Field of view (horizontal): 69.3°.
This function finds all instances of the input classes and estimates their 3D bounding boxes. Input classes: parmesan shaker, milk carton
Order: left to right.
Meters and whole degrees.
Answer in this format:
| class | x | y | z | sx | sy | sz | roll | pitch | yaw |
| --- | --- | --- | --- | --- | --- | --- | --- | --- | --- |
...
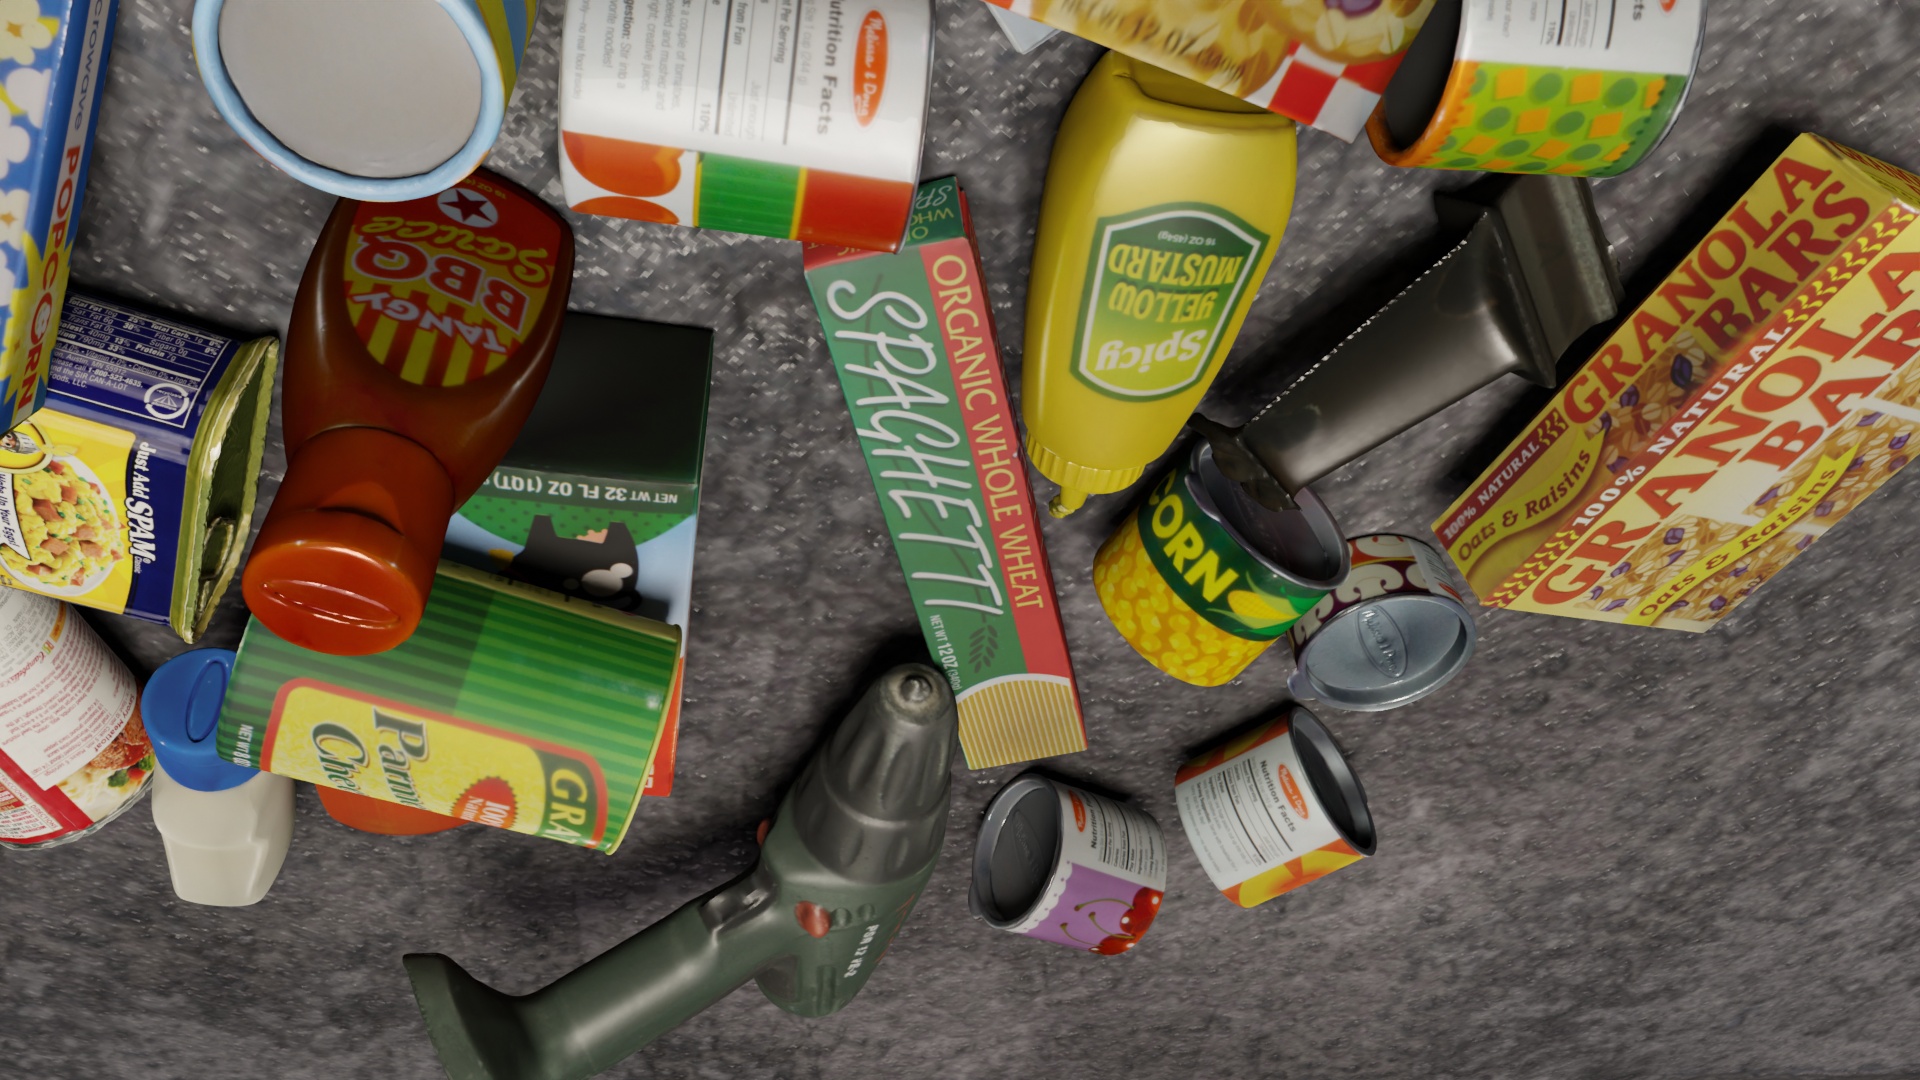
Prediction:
| class | x | y | z | sx | sy | sz | roll | pitch | yaw |
| --- | --- | --- | --- | --- | --- | --- | --- | --- | --- |
| parmesan shaker | -0.137 | 0.042 | 0.378 | 0.103 | 0.072 | 0.071 | 18 | 130 | -17 |
| milk carton | -0.126 | 0.023 | 0.460 | 0.072 | 0.074 | 0.189 | 5 | 134 | -10 |

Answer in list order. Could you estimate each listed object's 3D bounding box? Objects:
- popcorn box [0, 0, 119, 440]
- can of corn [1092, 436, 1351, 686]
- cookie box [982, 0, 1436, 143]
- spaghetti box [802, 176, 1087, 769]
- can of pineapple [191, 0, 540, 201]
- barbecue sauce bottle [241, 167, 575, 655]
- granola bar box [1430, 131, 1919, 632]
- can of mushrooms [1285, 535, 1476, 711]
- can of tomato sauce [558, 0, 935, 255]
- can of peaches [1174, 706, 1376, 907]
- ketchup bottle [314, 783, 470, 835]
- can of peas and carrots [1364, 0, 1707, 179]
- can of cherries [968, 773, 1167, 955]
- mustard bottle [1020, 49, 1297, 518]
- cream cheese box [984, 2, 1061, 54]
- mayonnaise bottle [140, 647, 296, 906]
| class | x | y | z | sx | sy | sz | roll | pitch | yaw |
| --- | --- | --- | --- | --- | --- | --- | --- | --- | --- |
| popcorn box | -0.255 | -0.095 | 0.322 | 0.085 | 0.038 | 0.126 | 15 | 104 | -20 |
| can of corn | 0.085 | 0.007 | 0.470 | 0.071 | 0.071 | 0.058 | 22 | 129 | -24 |
| cookie box | 0.068 | -0.181 | 0.281 | 0.123 | 0.040 | 0.166 | 12 | 123 | -24 |
| spaghetti box | 0.002 | -0.006 | 0.476 | 0.050 | 0.029 | 0.248 | -11 | 134 | 5 |
| can of pineapple | -0.137 | -0.121 | 0.328 | 0.071 | 0.058 | 0.070 | -3 | 135 | -3 |
| barbecue sauce bottle | -0.137 | -0.038 | 0.345 | 0.065 | 0.149 | 0.043 | 19 | 130 | -22 |
| granola bar box | 0.252 | -0.040 | 0.446 | 0.124 | 0.039 | 0.164 | 7 | 134 | -29 |
| can of mushrooms | 0.154 | 0.032 | 0.526 | 0.071 | 0.034 | 0.070 | -3 | 135 | -3 |
| can of tomato sauce | -0.053 | -0.109 | 0.345 | 0.083 | 0.071 | 0.070 | 5 | 133 | -10 |
| can of peaches | 0.131 | 0.112 | 0.579 | 0.058 | 0.071 | 0.071 | -32 | 129 | 23 |
| ketchup bottle | -0.207 | 0.046 | 0.495 | 0.065 | 0.044 | 0.148 | 2 | 134 | -7 |
| can of peas and carrots | 0.139 | -0.124 | 0.349 | 0.059 | 0.071 | 0.070 | 1 | 134 | -6 |
| can of cherries | 0.045 | 0.141 | 0.598 | 0.058 | 0.072 | 0.071 | 22 | 128 | -26 |
| mustard bottle | 0.049 | -0.062 | 0.411 | 0.065 | 0.049 | 0.159 | 3 | 134 | -10 |
| cream cheese box | 0.009 | -0.170 | 0.319 | 0.053 | 0.024 | 0.103 | -27 | 131 | 20 |
| mayonnaise bottle | -0.258 | 0.082 | 0.487 | 0.041 | 0.065 | 0.147 | 10 | 149 | -18 |
